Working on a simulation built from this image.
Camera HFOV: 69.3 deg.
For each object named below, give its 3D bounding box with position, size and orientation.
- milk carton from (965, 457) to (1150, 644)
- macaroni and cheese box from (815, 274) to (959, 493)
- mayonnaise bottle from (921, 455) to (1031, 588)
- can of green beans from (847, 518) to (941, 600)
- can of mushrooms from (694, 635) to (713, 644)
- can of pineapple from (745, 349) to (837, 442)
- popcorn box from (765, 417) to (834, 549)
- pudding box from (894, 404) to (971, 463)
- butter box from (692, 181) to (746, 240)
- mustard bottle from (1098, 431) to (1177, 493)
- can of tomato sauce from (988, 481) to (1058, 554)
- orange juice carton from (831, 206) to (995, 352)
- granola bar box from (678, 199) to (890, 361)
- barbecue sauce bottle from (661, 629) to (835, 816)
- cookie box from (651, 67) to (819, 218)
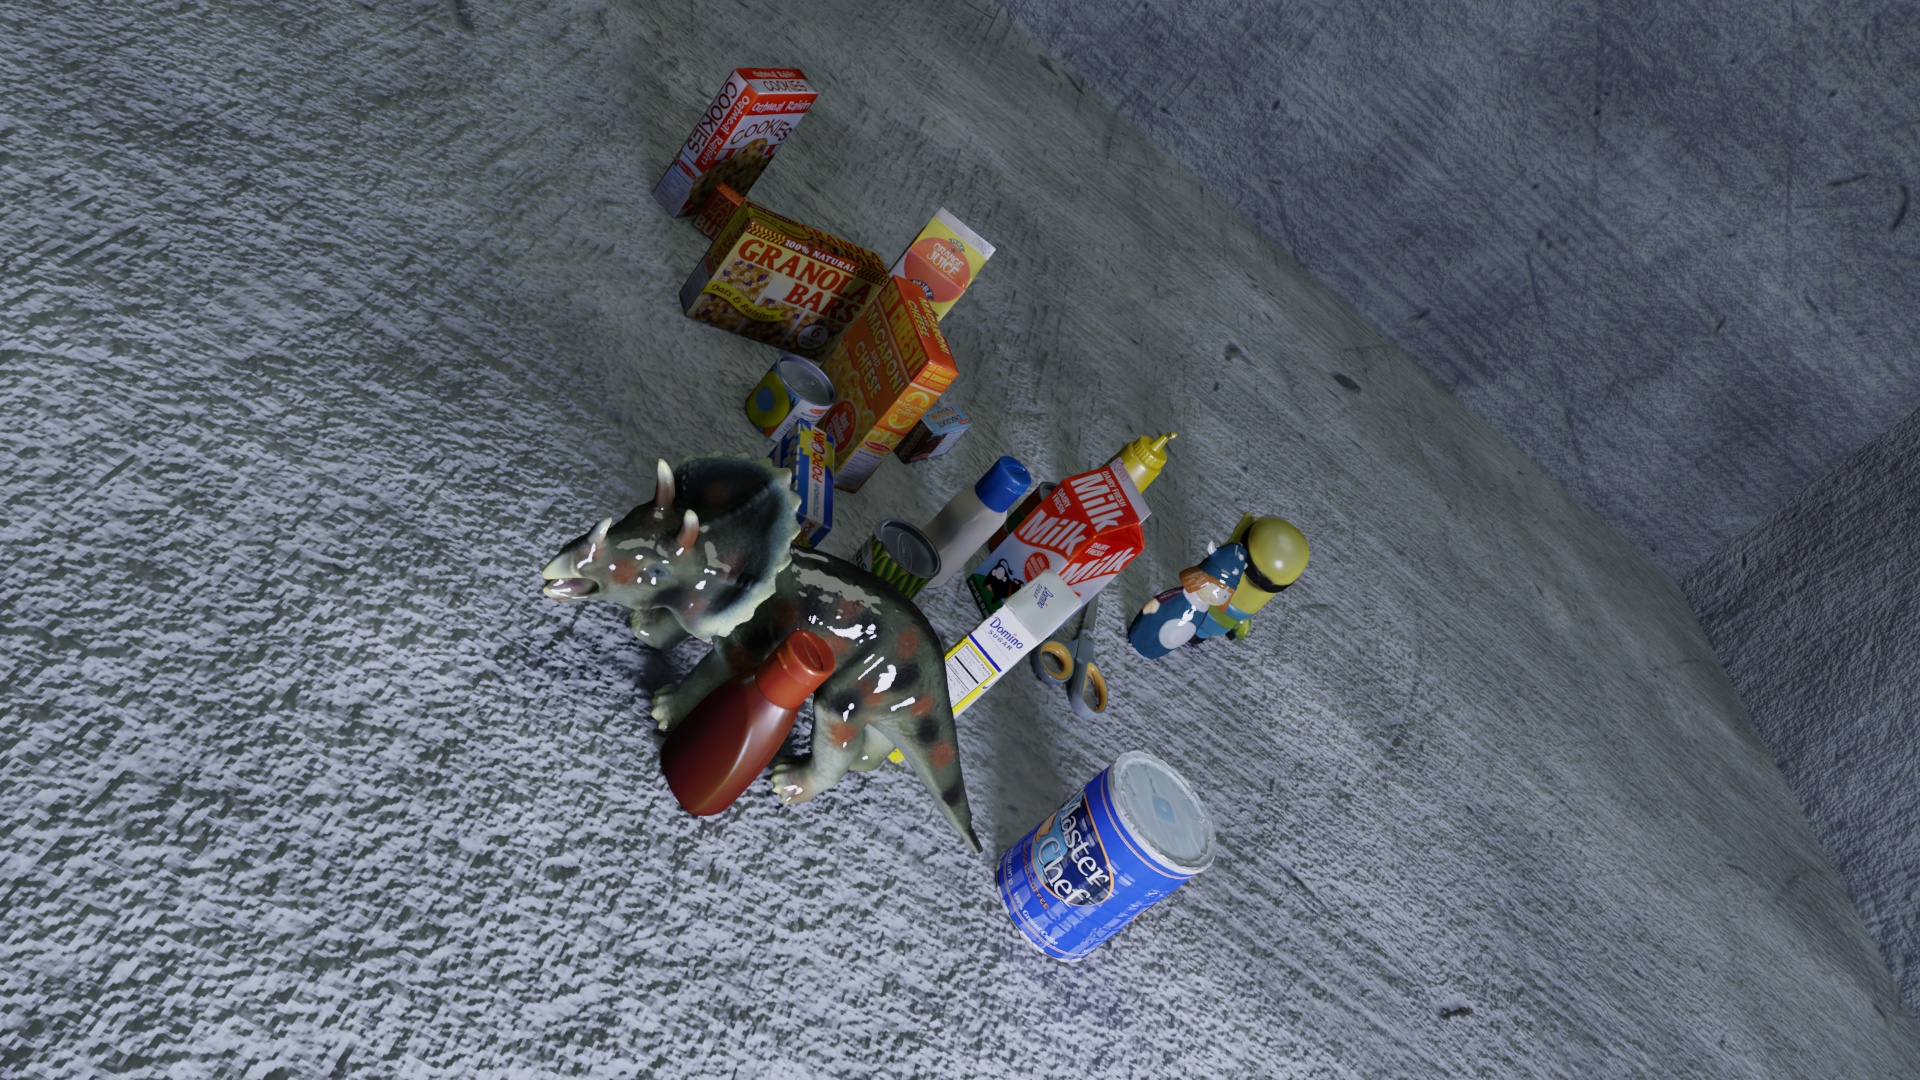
[{"bbox_3d":[0.099,0.010,1.288,0.073,0.189,0.072,12,42,-43],"label":"milk carton"},{"bbox_3d":[-0.080,-0.145,1.292,0.040,0.165,0.124,17,39,-40],"label":"macaroni and cheese box"},{"bbox_3d":[0.004,-0.016,1.248,0.065,0.147,0.041,2,50,-50],"label":"mayonnaise bottle"},{"bbox_3d":[-0.060,0.024,1.210,0.071,0.057,0.071,31,32,-22],"label":"can of green beans"},{"bbox_3d":[-0.187,0.044,1.053,0.071,0.033,0.071,31,32,-22],"label":"can of mushrooms"},{"bbox_3d":[-0.158,-0.132,1.289,0.071,0.057,0.071,31,32,-22],"label":"can of pineapple"},{"bbox_3d":[-0.143,-0.030,1.149,0.038,0.085,0.127,29,33,-25],"label":"popcorn box"},{"bbox_3d":[-0.030,-0.110,1.427,0.030,0.049,0.084,50,30,11],"label":"pudding box"},{"bbox_3d":[-0.225,-0.324,1.458,0.103,0.053,0.024,36,30,-14],"label":"butter box"},{"bbox_3d":[0.178,-0.069,1.518,0.049,0.159,0.065,38,30,-11],"label":"mustard bottle"},{"bbox_3d":[0.078,-0.007,1.393,0.071,0.082,0.071,31,32,-22],"label":"can of tomato sauce"},{"bbox_3d":[-0.049,-0.255,1.444,0.072,0.192,0.073,38,30,-11],"label":"orange juice carton"},{"bbox_3d":[-0.172,-0.251,1.358,0.165,0.123,0.039,14,41,-41],"label":"granola bar box"},{"bbox_3d":[-0.138,0.116,0.904,0.044,0.148,0.065,7,46,-47],"label":"barbecue sauce bottle"},{"bbox_3d":[-0.235,-0.417,1.450,0.040,0.166,0.123,46,29,4],"label":"cookie box"}]
